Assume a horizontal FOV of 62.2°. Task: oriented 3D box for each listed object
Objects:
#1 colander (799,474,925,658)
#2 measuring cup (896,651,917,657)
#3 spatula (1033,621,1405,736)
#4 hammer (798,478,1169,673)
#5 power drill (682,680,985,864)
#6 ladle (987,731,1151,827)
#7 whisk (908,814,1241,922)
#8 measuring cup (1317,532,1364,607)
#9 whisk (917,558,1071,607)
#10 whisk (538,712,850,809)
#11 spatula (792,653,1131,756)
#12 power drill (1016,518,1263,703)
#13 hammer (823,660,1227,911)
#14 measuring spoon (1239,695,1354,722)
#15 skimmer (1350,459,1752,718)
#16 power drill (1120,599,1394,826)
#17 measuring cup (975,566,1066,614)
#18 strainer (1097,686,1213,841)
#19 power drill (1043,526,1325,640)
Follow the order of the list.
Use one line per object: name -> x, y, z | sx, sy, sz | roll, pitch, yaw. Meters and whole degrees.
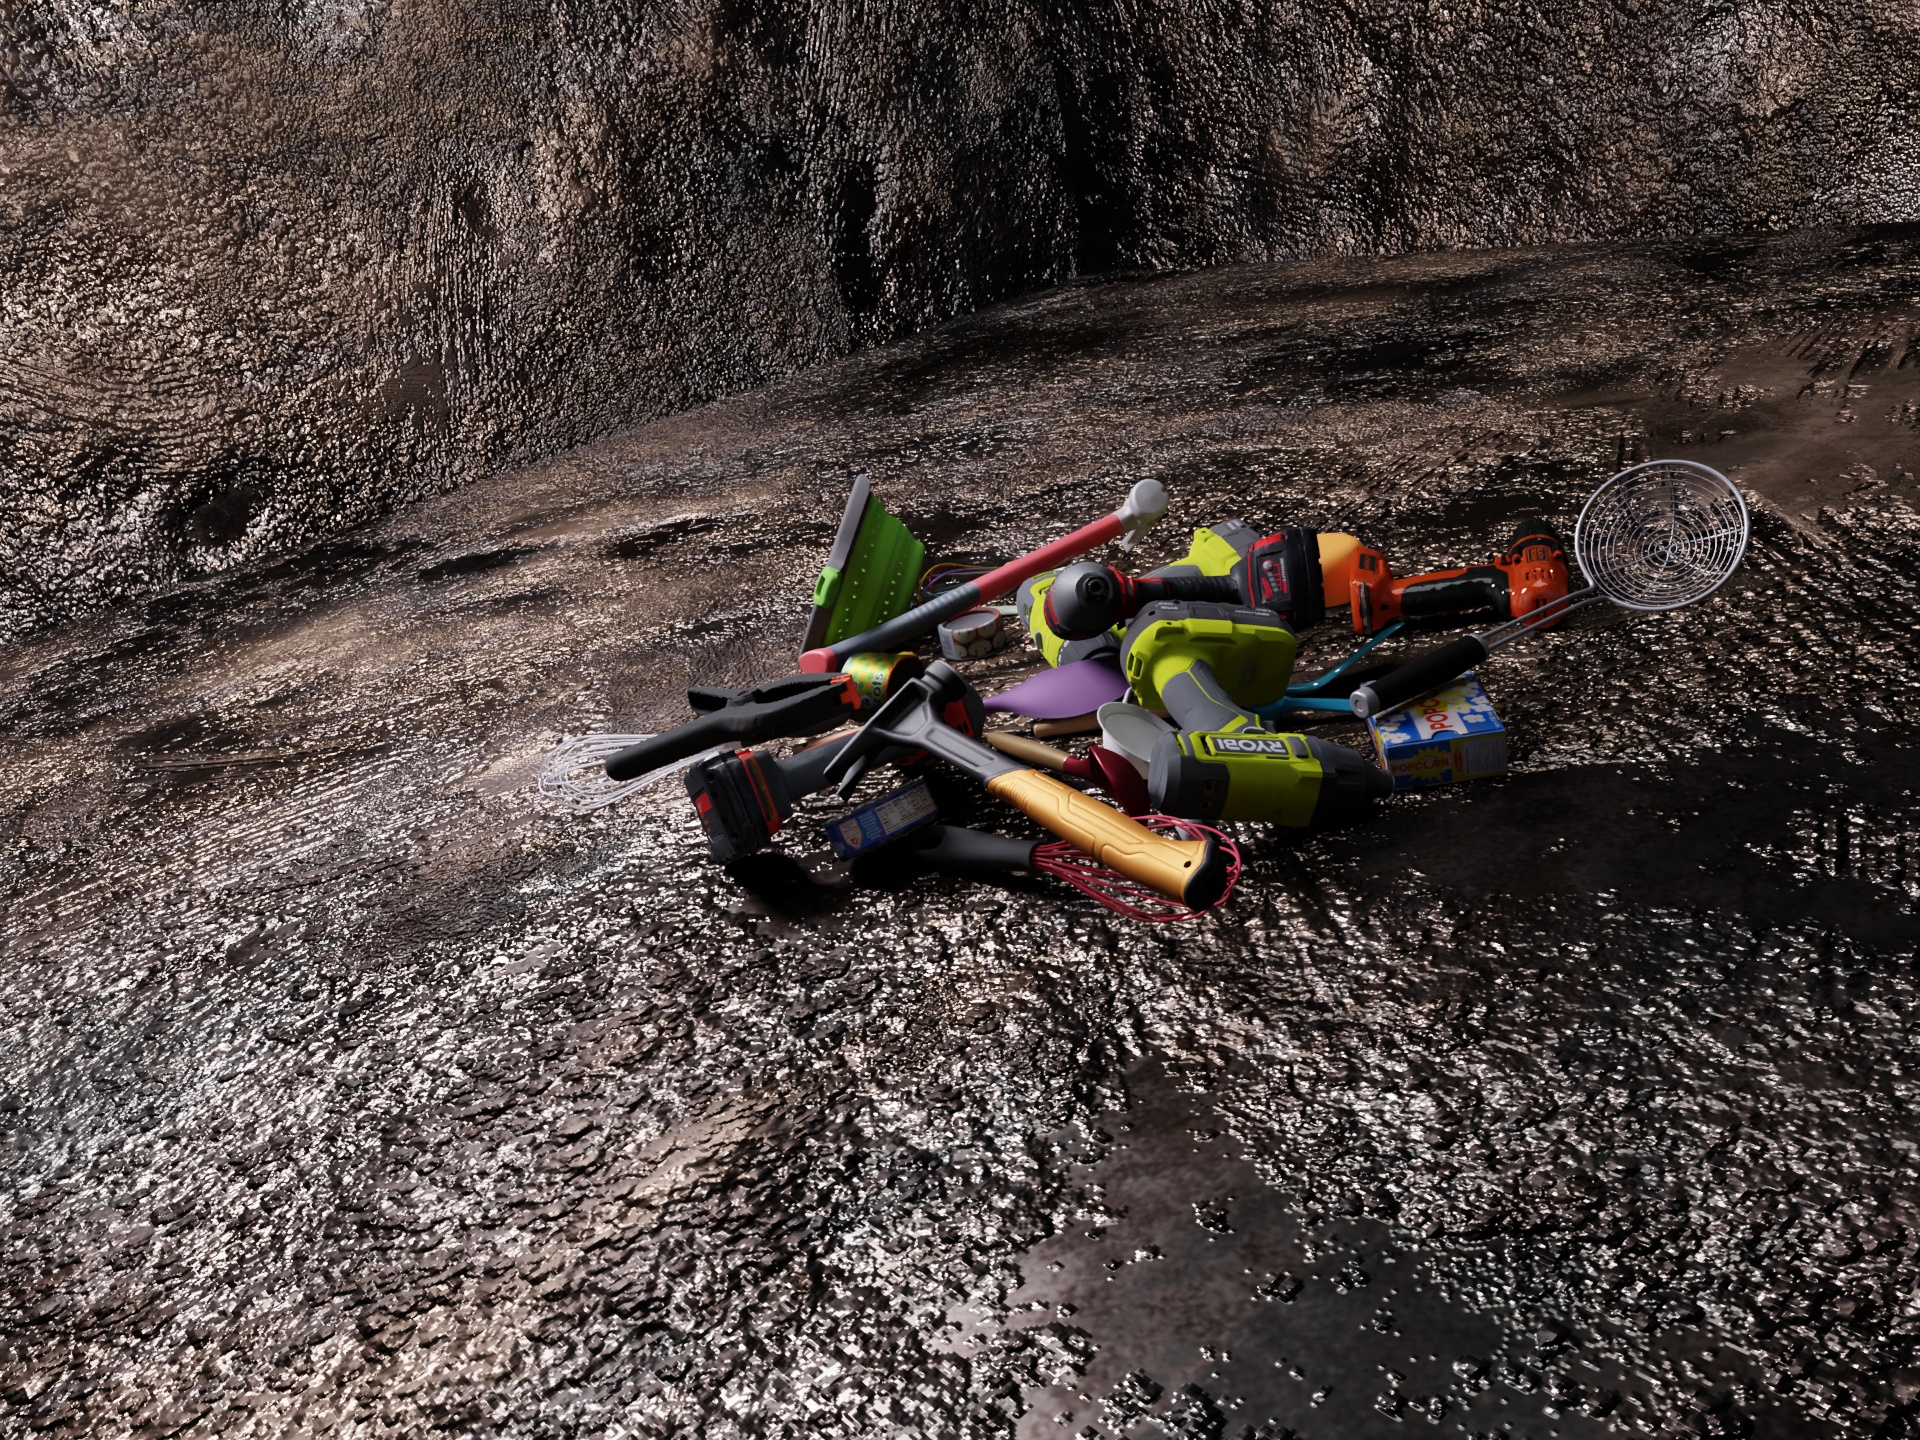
colander -> -0.091, -0.133, 1.585 | 0.094, 0.204, 0.397 | 18, 8, -5
measuring cup -> -0.105, -0.034, 1.562 | 0.156, 0.029, 0.062 | -12, 18, 34
spatula -> 0.215, -0.030, 1.340 | 0.317, 0.044, 0.082 | -11, 1, 9
hammer -> 0.021, -0.125, 1.557 | 0.386, 0.038, 0.143 | -27, -6, -12
power drill -> -0.101, 0.036, 1.274 | 0.226, 0.080, 0.188 | -22, -2, -18
ladle -> 0.076, 0.033, 1.225 | 0.031, 0.069, 0.315 | -33, 15, -12
whisk -> 0.070, 0.096, 1.101 | 0.296, 0.073, 0.073 | 1, 25, 45
measuring cup -> 0.341, -0.162, 1.576 | 0.095, 0.052, 0.174 | -15, 24, -6
whisk -> 0.040, -0.159, 1.712 | 0.245, 0.047, 0.051 | -20, -1, -45
whisk -> -0.237, 0.023, 1.427 | 0.284, 0.070, 0.070 | -14, 22, -6
spatula -> -0.002, -0.004, 1.392 | 0.316, 0.018, 0.060 | -13, 49, 16
power drill -> 0.183, -0.095, 1.459 | 0.228, 0.080, 0.191 | -19, 36, -10
hammer -> 0.043, 0.054, 1.064 | 0.127, 0.034, 0.337 | -45, 40, -16
measuring spoon -> 0.287, -0.004, 1.283 | 0.128, 0.021, 0.042 | 3, 26, 14
skimmer -> 0.447, -0.098, 1.215 | 0.363, 0.090, 0.127 | -24, 56, -23
power drill -> 0.212, -0.002, 1.185 | 0.171, 0.080, 0.223 | 3, 32, -9
measuring cup -> 0.073, -0.134, 1.672 | 0.167, 0.038, 0.083 | -3, 24, 21
strainer -> 0.152, 0.050, 1.185 | 0.086, 0.050, 0.259 | 19, 21, -18
power drill -> 0.183, -0.107, 1.324 | 0.219, 0.078, 0.143 | -5, -4, -3
